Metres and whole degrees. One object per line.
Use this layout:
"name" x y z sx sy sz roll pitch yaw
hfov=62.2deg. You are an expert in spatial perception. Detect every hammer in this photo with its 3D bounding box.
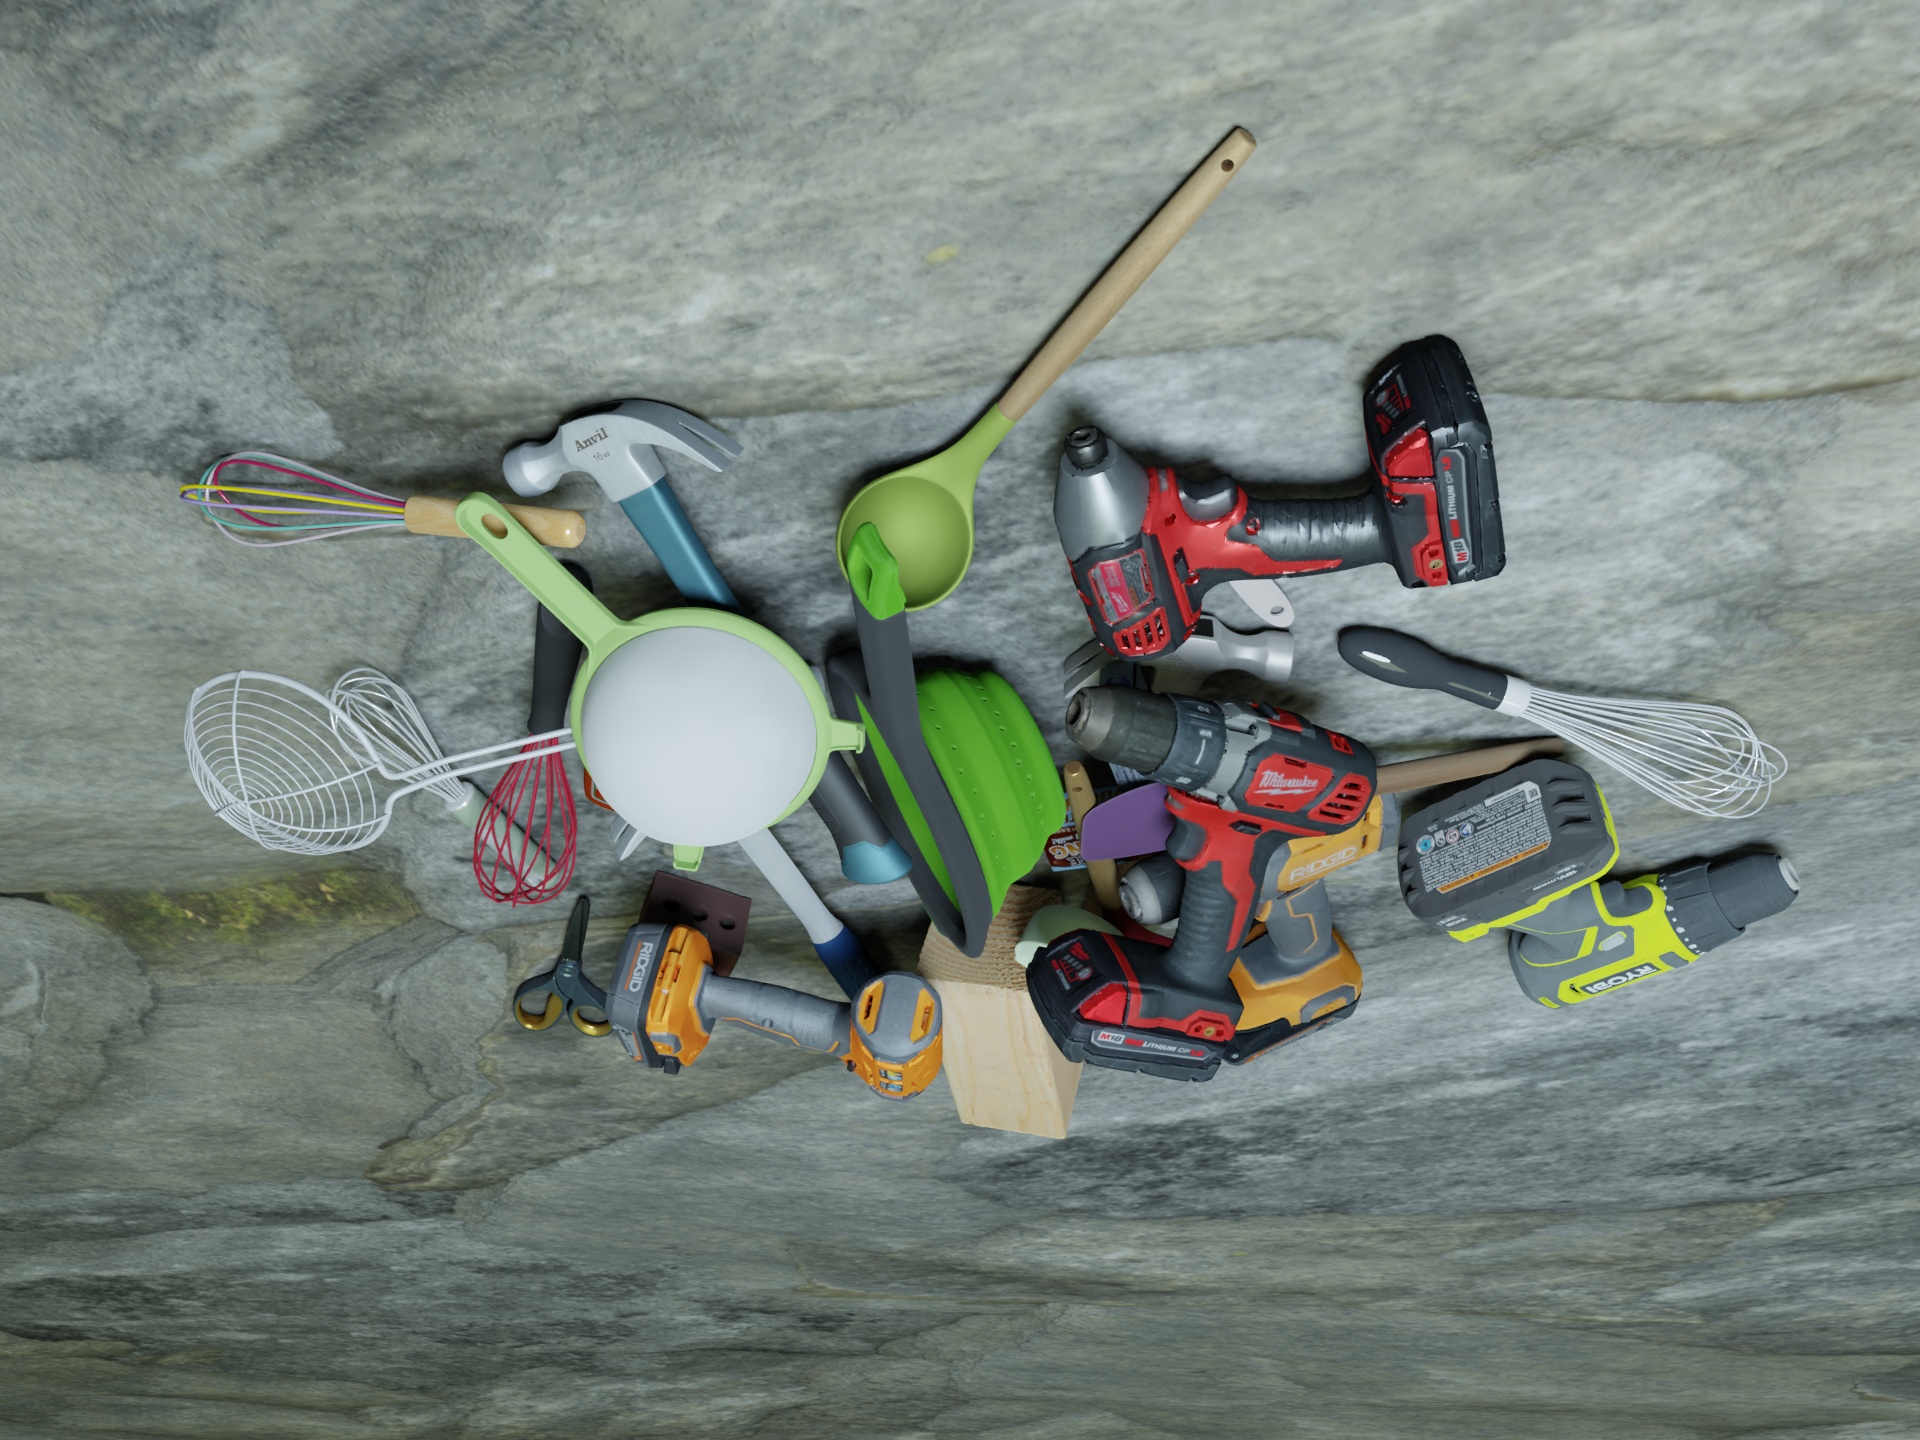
"hammer" -0.108 0.152 1.171 0.144 0.035 0.405 -28 135 0
"hammer" 0.116 0.053 1.060 0.130 0.031 0.331 8 138 -2
"hammer" -0.125 -0.037 0.926 0.128 0.033 0.330 -19 114 27

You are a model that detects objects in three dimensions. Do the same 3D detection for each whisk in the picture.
"whisk" -0.276 0.019 1.045 0.073 0.073 0.295 14 127 -8
"whisk" -0.328 -0.120 0.901 0.245 0.051 0.047 7 145 10
"whisk" -0.354 0.049 1.107 0.058 0.059 0.246 -2 143 27
"whisk" 0.360 -0.006 0.952 0.284 0.070 0.070 17 137 -5

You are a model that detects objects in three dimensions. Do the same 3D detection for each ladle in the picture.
"ladle" 0.039 -0.169 0.813 0.078 0.062 0.320 30 130 -19
"ladle" 0.096 0.106 1.035 0.069 0.031 0.315 -7 148 10

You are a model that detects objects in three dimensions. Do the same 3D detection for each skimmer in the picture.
"skimmer" -0.265 -0.002 0.954 0.363 0.090 0.127 -14 130 -21

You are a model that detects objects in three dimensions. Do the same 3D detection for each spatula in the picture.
"spatula" 0.224 0.041 0.969 0.316 0.018 0.059 -9 132 -12

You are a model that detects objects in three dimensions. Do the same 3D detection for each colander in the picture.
"colander" -0.001 -0.003 0.906 0.094 0.205 0.396 -25 154 -11

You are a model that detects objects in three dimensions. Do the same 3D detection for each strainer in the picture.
"strainer" -0.183 -0.019 0.870 0.151 0.069 0.256 -35 113 20

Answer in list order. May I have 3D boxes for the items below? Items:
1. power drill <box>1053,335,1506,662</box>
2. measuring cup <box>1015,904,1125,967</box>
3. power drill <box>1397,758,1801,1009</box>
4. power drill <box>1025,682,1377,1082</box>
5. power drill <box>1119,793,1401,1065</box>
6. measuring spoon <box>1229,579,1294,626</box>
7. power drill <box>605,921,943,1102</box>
"power drill" 0.159 -0.114 0.826 0.219 0.079 0.143 -13 134 14
"measuring cup" 0.098 0.179 1.094 0.083 0.038 0.167 8 150 37
"power drill" 0.413 0.109 1.036 0.228 0.080 0.190 27 136 -36
"power drill" 0.115 0.087 0.911 0.187 0.080 0.226 15 111 -23
"power drill" 0.194 0.137 1.066 0.185 0.084 0.226 -20 138 -13
"measuring spoon" 0.159 -0.092 0.915 0.034 0.018 0.124 -30 134 23
"power drill" -0.123 0.218 1.131 0.226 0.084 0.164 10 151 5
